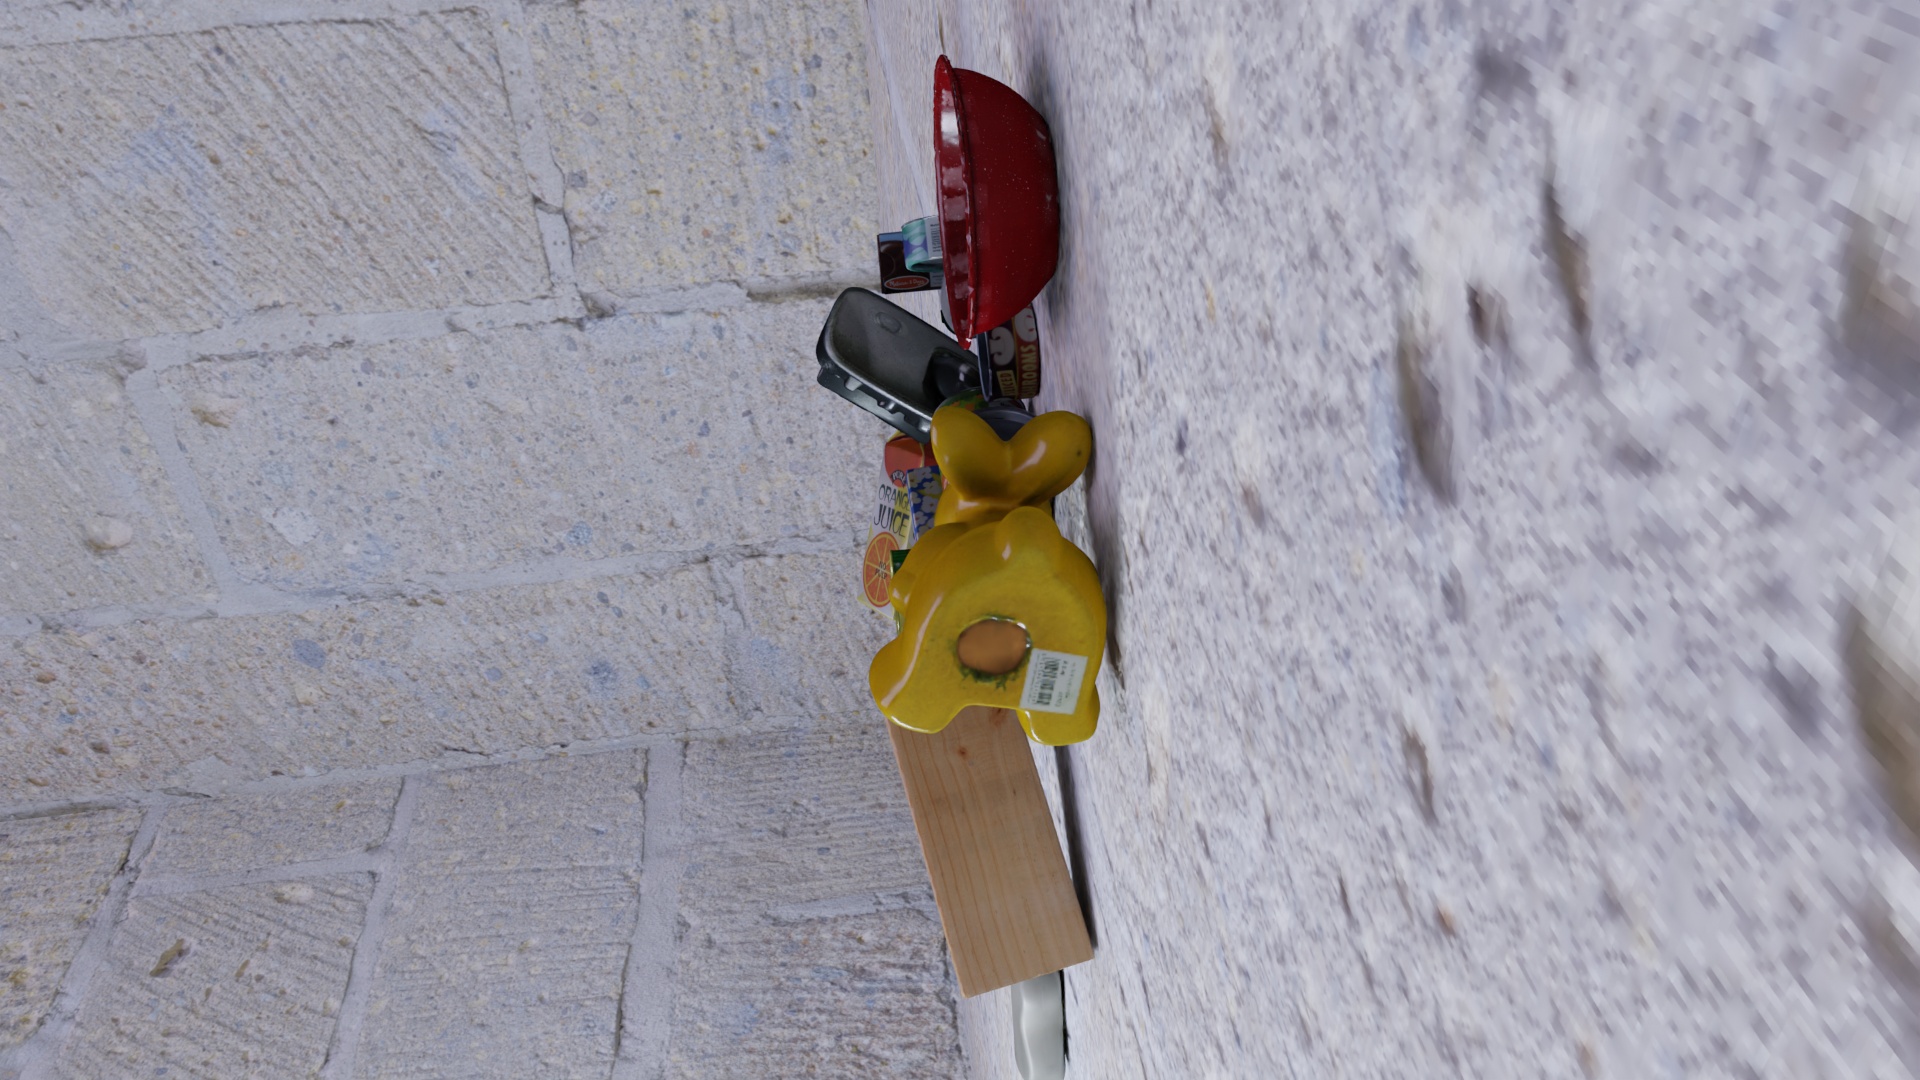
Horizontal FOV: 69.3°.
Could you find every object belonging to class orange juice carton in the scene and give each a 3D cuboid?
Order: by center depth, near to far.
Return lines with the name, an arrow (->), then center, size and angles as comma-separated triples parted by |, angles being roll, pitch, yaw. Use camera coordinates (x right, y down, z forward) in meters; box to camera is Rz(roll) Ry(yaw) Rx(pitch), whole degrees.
orange juice carton -> -0.031, -0.026, 1.261 | 0.073, 0.072, 0.192 | 21, 102, 56

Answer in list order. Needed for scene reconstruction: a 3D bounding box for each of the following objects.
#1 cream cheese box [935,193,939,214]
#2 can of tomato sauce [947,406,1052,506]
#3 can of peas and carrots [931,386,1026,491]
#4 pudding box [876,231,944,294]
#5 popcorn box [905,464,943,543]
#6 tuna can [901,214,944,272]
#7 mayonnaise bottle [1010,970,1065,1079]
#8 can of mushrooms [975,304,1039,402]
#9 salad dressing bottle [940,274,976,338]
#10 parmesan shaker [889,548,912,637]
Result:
cream cheese box -> -0.006, -0.297, 1.173 | 0.103, 0.024, 0.053 | 96, 165, -71
can of tomato sauce -> 0.027, -0.031, 0.869 | 0.071, 0.071, 0.082 | -101, 6, -46
can of peas and carrots -> 0.015, -0.059, 0.936 | 0.070, 0.071, 0.059 | 90, 172, -52
pudding box -> -0.026, -0.230, 1.135 | 0.030, 0.084, 0.049 | -119, 23, -78
popcorn box -> 0.011, 0.000, 0.958 | 0.038, 0.085, 0.127 | 87, 174, -47
tuna can -> -0.012, -0.228, 1.067 | 0.071, 0.071, 0.033 | -169, 73, -85
mayonnaise bottle -> 0.061, 0.361, 1.112 | 0.065, 0.041, 0.147 | -110, 16, -67
can of mushrooms -> 0.030, -0.121, 0.894 | 0.071, 0.033, 0.071 | 179, 86, -85
salad dressing bottle -> 0.007, -0.181, 1.053 | 0.147, 0.044, 0.064 | -159, 61, -86
parmesan shaker -> 0.003, 0.036, 1.003 | 0.071, 0.103, 0.071 | 179, 86, -85
